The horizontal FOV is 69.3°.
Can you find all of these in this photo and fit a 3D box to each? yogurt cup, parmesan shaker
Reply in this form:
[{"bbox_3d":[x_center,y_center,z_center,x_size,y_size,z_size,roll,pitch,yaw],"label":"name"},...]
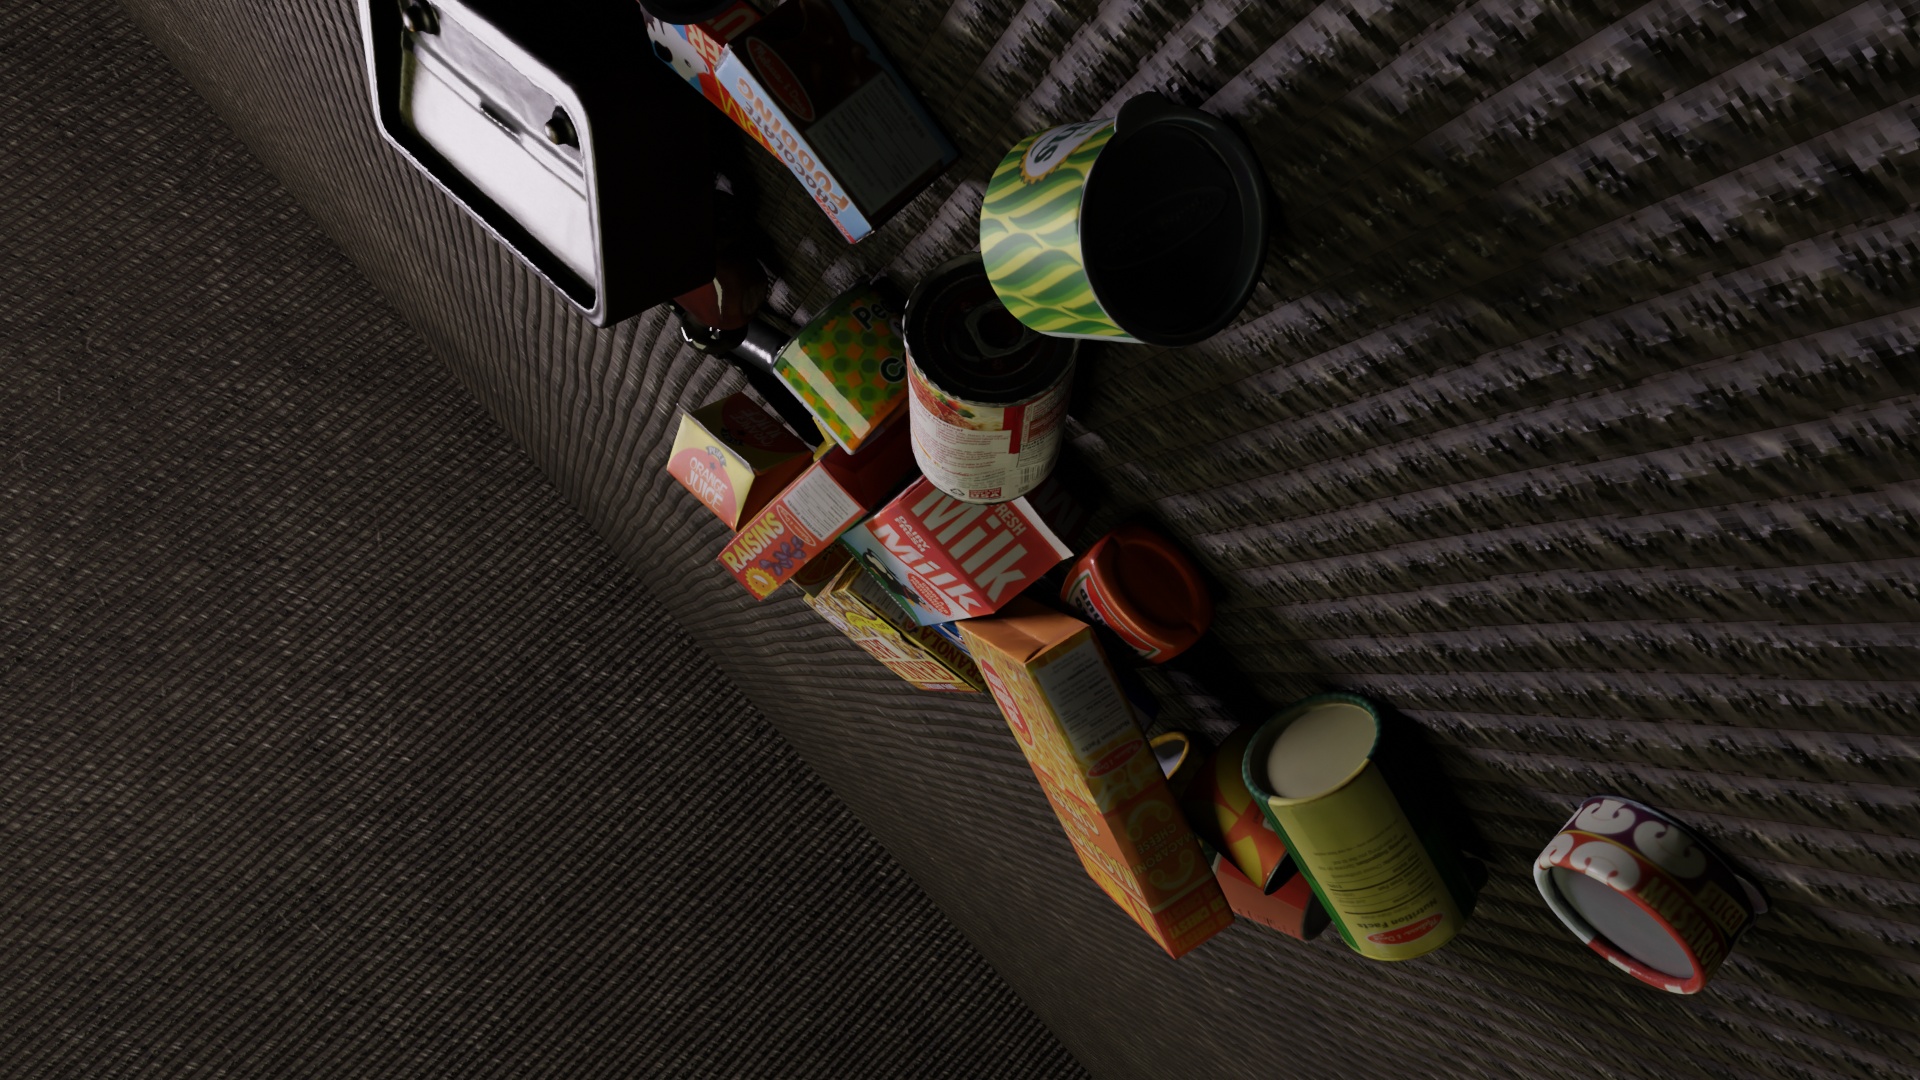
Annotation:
[{"bbox_3d":[0.173,0.176,0.740,0.054,0.072,0.072,24,154,36],"label":"yogurt cup"},{"bbox_3d":[0.176,0.122,0.602,0.102,0.071,0.071,56,162,-25],"label":"parmesan shaker"}]

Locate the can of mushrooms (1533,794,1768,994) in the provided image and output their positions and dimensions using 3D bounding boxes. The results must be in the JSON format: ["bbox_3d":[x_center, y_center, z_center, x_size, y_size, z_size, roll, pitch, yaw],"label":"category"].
[{"bbox_3d":[0.242,0.125,0.490,0.071,0.033,0.070,43,164,16],"label":"can of mushrooms"}]

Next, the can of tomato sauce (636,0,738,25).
[{"bbox_3d":[-0.116,-0.235,0.491,0.083,0.071,0.071,41,163,22],"label":"can of tomato sauce"}]

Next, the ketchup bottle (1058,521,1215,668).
[{"bbox_3d":[0.076,0.036,0.687,0.065,0.043,0.148,49,165,4],"label":"ketchup bottle"}]

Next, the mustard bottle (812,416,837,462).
[{"bbox_3d":[-0.047,-0.024,0.852,0.160,0.049,0.065,53,161,-21],"label":"mustard bottle"}]

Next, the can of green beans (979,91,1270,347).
[{"bbox_3d":[0.047,-0.092,0.411,0.071,0.071,0.058,55,163,-26],"label":"can of green beans"}]

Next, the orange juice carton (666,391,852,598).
[{"bbox_3d":[-0.128,-0.034,0.931,0.072,0.073,0.192,40,175,23],"label":"orange juice carton"}]

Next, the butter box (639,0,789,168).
[{"bbox_3d":[-0.094,-0.202,0.589,0.103,0.024,0.053,43,164,17],"label":"butter box"}]

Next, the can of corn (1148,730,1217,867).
[{"bbox_3d":[0.125,0.152,0.802,0.058,0.071,0.071,51,164,-11],"label":"can of corn"}]

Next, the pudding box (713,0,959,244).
[{"bbox_3d":[-0.046,-0.160,0.518,0.083,0.050,0.030,51,162,-14],"label":"pudding box"}]

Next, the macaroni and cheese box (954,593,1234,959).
[{"bbox_3d":[0.066,0.112,0.700,0.166,0.040,0.124,62,170,-12],"label":"macaroni and cheese box"}]

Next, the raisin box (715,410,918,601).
[{"bbox_3d":[-0.072,-0.025,0.763,0.040,0.086,0.123,47,137,-6],"label":"raisin box"}]

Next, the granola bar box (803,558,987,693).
[{"bbox_3d":[-0.046,0.064,1.044,0.124,0.039,0.165,38,166,-10],"label":"granola bar box"}]

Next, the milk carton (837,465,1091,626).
[{"bbox_3d":[0.003,-0.009,0.714,0.072,0.073,0.190,48,164,-7],"label":"milk carton"}]

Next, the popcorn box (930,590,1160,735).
[{"bbox_3d":[0.047,0.072,0.820,0.126,0.038,0.085,40,169,-22],"label":"popcorn box"}]

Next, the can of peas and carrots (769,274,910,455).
[{"bbox_3d":[-0.048,-0.086,0.681,0.059,0.071,0.071,47,164,-1],"label":"can of peas and carrots"}]

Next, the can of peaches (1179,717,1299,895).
[{"bbox_3d":[0.149,0.128,0.681,0.058,0.071,0.071,39,162,28],"label":"can of peaches"}]
